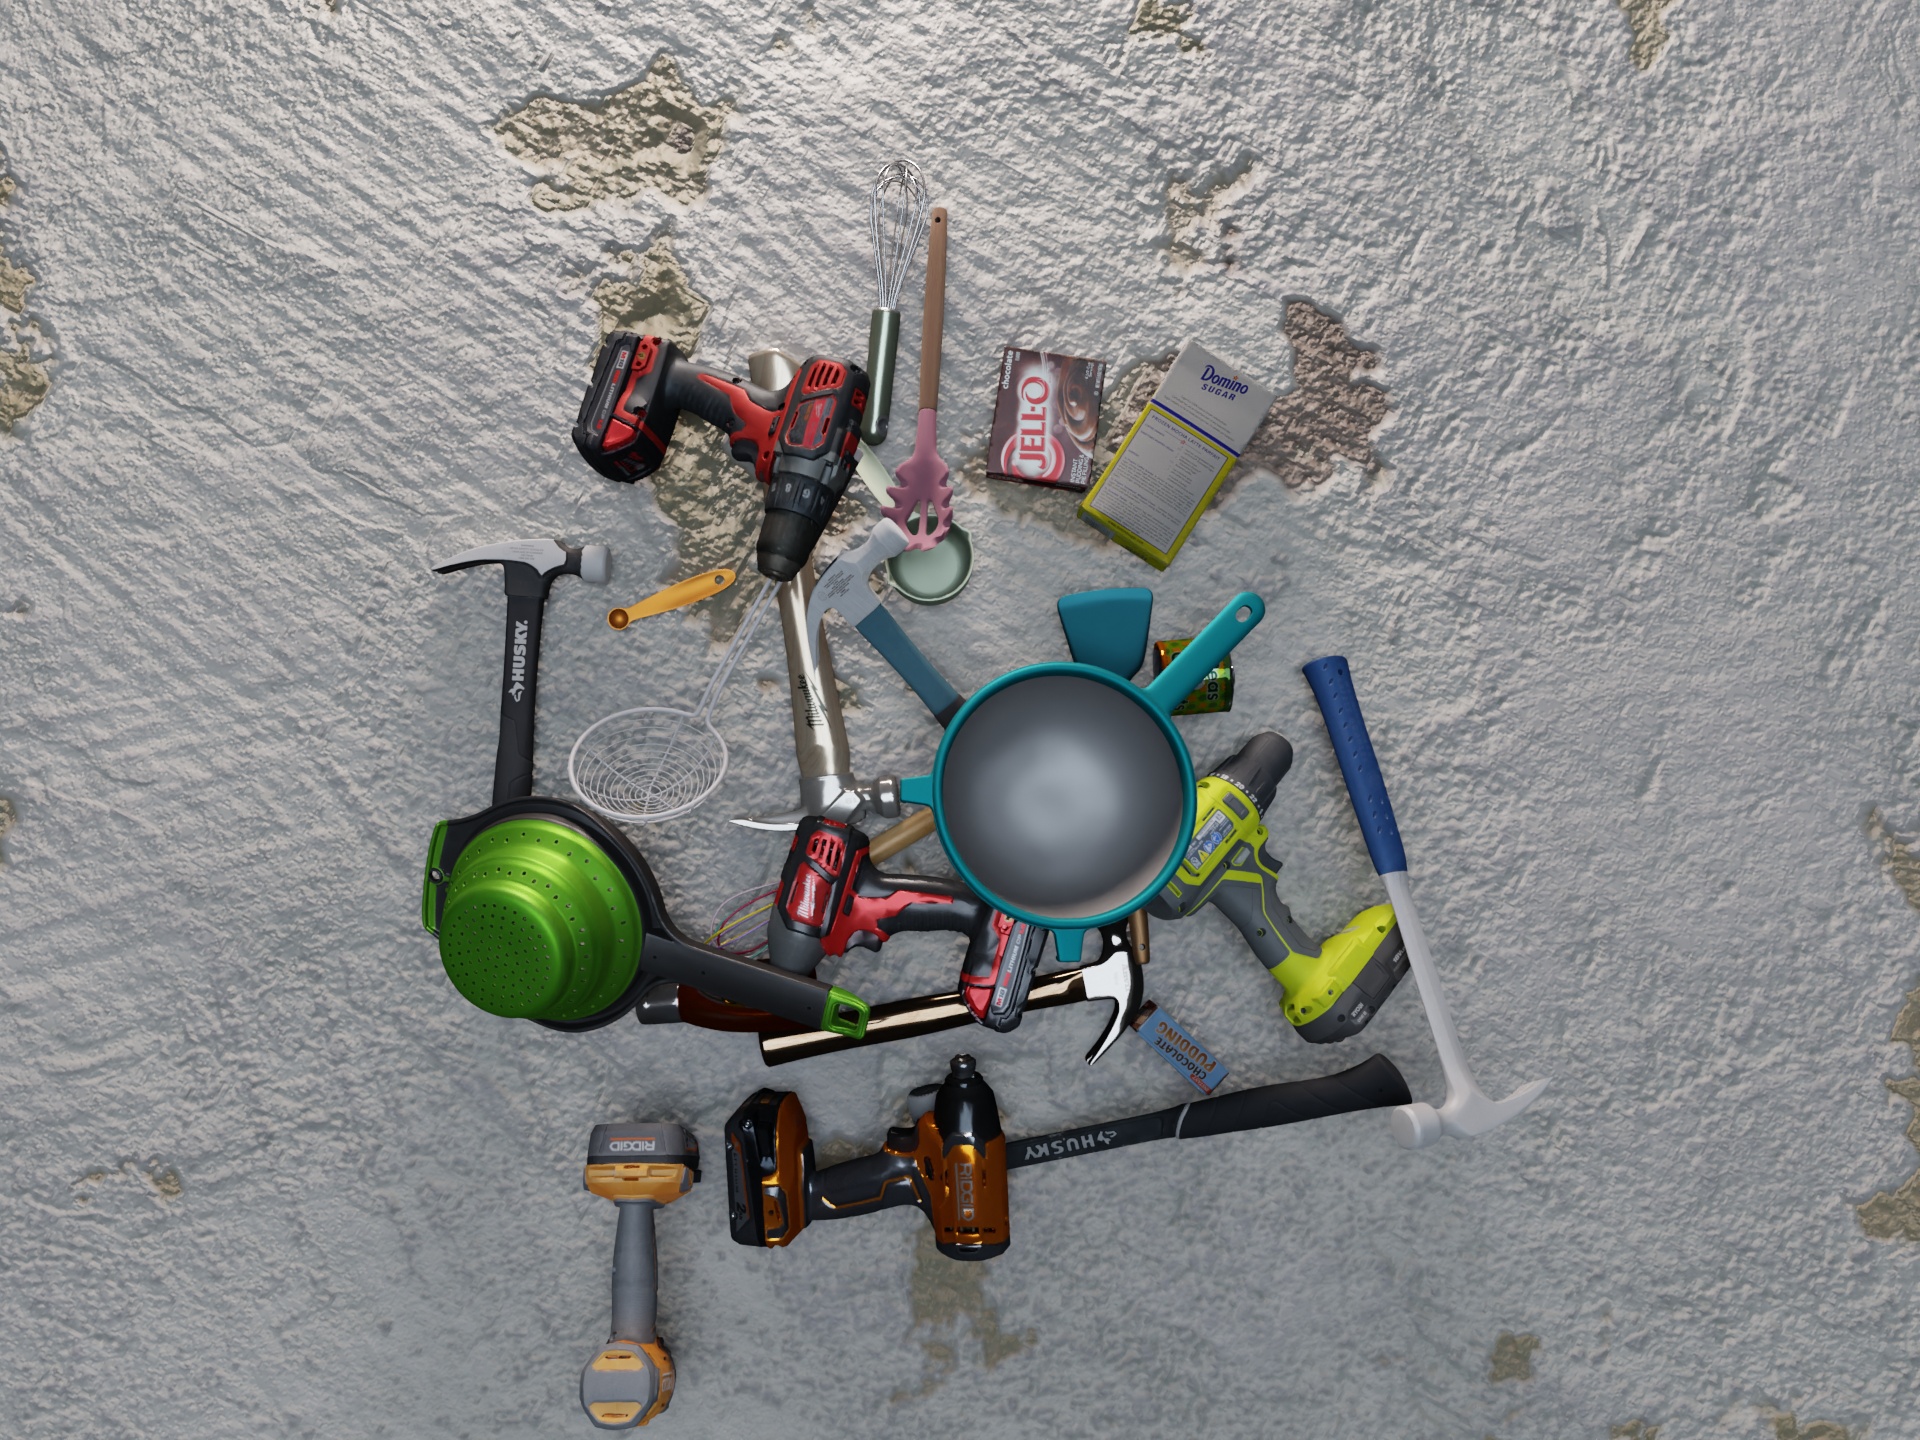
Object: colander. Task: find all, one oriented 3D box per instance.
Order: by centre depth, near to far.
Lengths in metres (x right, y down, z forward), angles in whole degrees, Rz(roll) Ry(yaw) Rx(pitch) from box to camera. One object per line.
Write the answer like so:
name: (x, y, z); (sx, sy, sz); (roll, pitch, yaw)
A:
colander: (-0.269, 0.193, 1.258); (0.397, 0.094, 0.204); (16, 108, 10)

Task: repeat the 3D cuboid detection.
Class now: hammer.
hammer: (0.362, 0.136, 1.303); (0.144, 0.035, 0.406); (-4, 68, -24)
hammer: (0.165, 0.341, 1.316); (0.409, 0.036, 0.149); (-14, 92, 12)
hammer: (-0.002, -0.004, 1.326); (0.128, 0.033, 0.331); (-39, 103, 11)
hammer: (-0.384, 0.011, 1.355); (0.146, 0.035, 0.335); (4, 89, -2)
hammer: (-0.007, 0.250, 1.358); (0.331, 0.031, 0.130); (-11, 88, -1)
hammer: (-0.149, -0.111, 1.363); (0.146, 0.038, 0.411); (-8, 88, 0)

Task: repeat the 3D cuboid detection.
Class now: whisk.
whisk: (-0.111, 0.134, 1.349); (0.245, 0.047, 0.051); (-30, 46, -7)
whisk: (-0.064, -0.360, 1.370); (0.059, 0.057, 0.246); (7, 92, 33)

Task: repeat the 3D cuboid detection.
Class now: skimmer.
skimmer: (-0.188, -0.079, 1.299); (0.127, 0.090, 0.363); (29, 88, 23)

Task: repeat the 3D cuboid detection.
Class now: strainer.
strainer: (0.120, 0.022, 1.290); (0.211, 0.095, 0.340); (45, 75, 2)

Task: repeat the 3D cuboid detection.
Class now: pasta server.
pasta server: (-0.027, -0.291, 1.348); (0.060, 0.040, 0.316); (2, 79, 8)

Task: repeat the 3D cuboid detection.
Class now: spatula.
spatula: (0.138, 0.048, 1.351); (0.082, 0.044, 0.317); (-6, 83, -1)

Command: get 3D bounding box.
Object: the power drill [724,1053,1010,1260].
power drill: (-0.074, 0.355, 1.308); (0.226, 0.084, 0.164); (-2, 95, 9)

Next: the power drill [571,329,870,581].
power drill: (-0.198, -0.220, 1.305); (0.227, 0.080, 0.188); (13, 79, 15)

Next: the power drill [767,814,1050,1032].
power drill: (-0.047, 0.174, 1.301); (0.219, 0.078, 0.143); (18, 88, -2)

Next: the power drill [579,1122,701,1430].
power drill: (-0.259, 0.453, 1.298); (0.084, 0.185, 0.226); (0, 70, -1)

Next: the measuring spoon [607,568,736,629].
measuring spoon: (-0.249, -0.105, 1.375); (0.117, 0.011, 0.021); (-22, 89, -5)

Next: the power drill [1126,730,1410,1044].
power drill: (0.271, 0.138, 1.332); (0.228, 0.080, 0.190); (45, 69, -1)

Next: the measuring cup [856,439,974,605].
measuring cup: (-0.051, -0.172, 1.368); (0.083, 0.038, 0.168); (-33, 80, -5)
